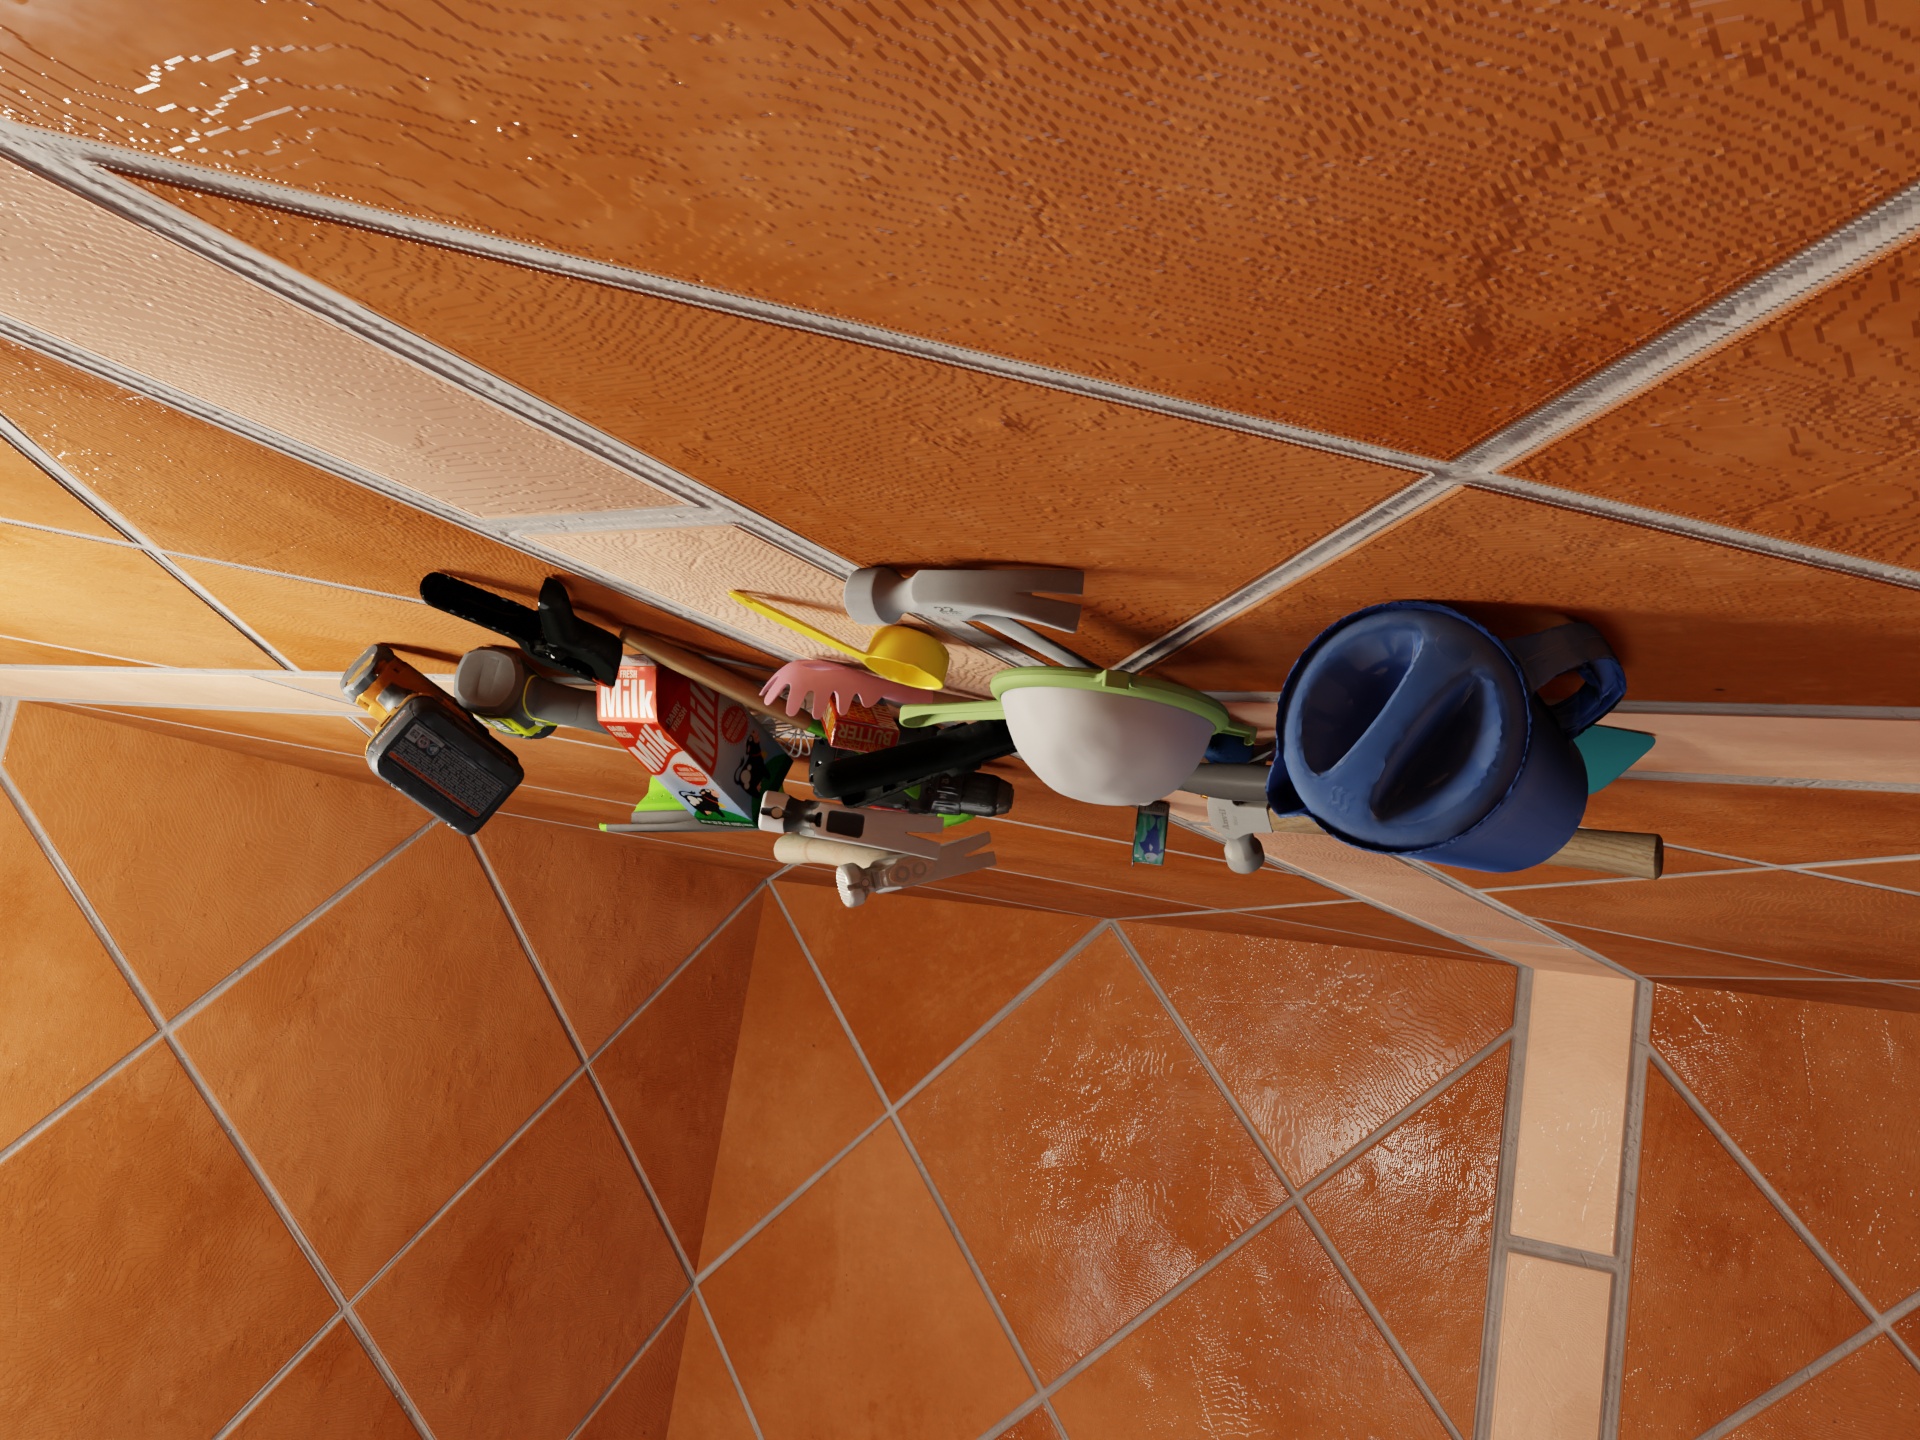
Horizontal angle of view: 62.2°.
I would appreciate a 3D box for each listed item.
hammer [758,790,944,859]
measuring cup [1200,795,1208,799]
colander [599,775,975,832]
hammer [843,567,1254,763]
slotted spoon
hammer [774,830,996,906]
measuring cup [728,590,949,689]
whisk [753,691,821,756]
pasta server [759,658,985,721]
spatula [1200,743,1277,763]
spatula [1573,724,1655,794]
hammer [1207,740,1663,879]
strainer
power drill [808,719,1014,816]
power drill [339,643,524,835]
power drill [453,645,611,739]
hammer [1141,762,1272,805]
[{"bbox_3d":[-0.096,0.092,1.417,0.146,0.035,0.335,9,176,-3],"label":"hammer"},{"bbox_3d":[0.283,0.053,1.281,0.173,0.052,0.095,9,170,11],"label":"measuring cup"},{"bbox_3d":[-0.181,0.069,1.683,0.397,0.094,0.204,-2,175,11],"label":"colander"},{"bbox_3d":[0.100,-0.027,1.042,0.144,0.035,0.405,2,168,35],"label":"hammer"},{"bbox_3d":[-0.144,-0.008,1.297,0.313,0.031,0.070,28,-166,-37],"label":"slotted spoon"},{"bbox_3d":[-0.101,0.134,1.592,0.146,0.038,0.411,-13,-176,-20],"label":"hammer"},{"bbox_3d":[-0.079,-0.063,1.063,0.156,0.029,0.062,24,166,-13],"label":"measuring cup"},{"bbox_3d":[-0.179,0.007,1.458,0.059,0.058,0.246,-18,-175,-22],"label":"whisk"},{"bbox_3d":[-0.002,-0.004,1.256,0.316,0.040,0.060,12,-165,-23],"label":"pasta server"},{"bbox_3d":[0.205,0.027,1.295,0.316,0.018,0.059,-2,170,43],"label":"spatula"},{"bbox_3d":[0.418,0.042,1.181,0.082,0.044,0.317,8,174,5],"label":"spatula"},{"bbox_3d":[0.341,0.079,1.180,0.331,0.031,0.129,5,137,30],"label":"hammer"},{"bbox_3d":[0.050,0.017,1.028,0.256,0.069,0.151,-2,165,43],"label":"strainer"},{"bbox_3d":[-0.046,0.054,1.518,0.188,0.080,0.226,8,173,5],"label":"power drill"},{"bbox_3d":[-0.460,0.026,1.432,0.185,0.084,0.226,43,175,-31],"label":"power drill"},{"bbox_3d":[-0.330,-0.002,1.459,0.228,0.080,0.190,12,169,3],"label":"power drill"},{"bbox_3d":[0.173,0.043,1.165,0.128,0.033,0.331,15,173,-26],"label":"hammer"}]
